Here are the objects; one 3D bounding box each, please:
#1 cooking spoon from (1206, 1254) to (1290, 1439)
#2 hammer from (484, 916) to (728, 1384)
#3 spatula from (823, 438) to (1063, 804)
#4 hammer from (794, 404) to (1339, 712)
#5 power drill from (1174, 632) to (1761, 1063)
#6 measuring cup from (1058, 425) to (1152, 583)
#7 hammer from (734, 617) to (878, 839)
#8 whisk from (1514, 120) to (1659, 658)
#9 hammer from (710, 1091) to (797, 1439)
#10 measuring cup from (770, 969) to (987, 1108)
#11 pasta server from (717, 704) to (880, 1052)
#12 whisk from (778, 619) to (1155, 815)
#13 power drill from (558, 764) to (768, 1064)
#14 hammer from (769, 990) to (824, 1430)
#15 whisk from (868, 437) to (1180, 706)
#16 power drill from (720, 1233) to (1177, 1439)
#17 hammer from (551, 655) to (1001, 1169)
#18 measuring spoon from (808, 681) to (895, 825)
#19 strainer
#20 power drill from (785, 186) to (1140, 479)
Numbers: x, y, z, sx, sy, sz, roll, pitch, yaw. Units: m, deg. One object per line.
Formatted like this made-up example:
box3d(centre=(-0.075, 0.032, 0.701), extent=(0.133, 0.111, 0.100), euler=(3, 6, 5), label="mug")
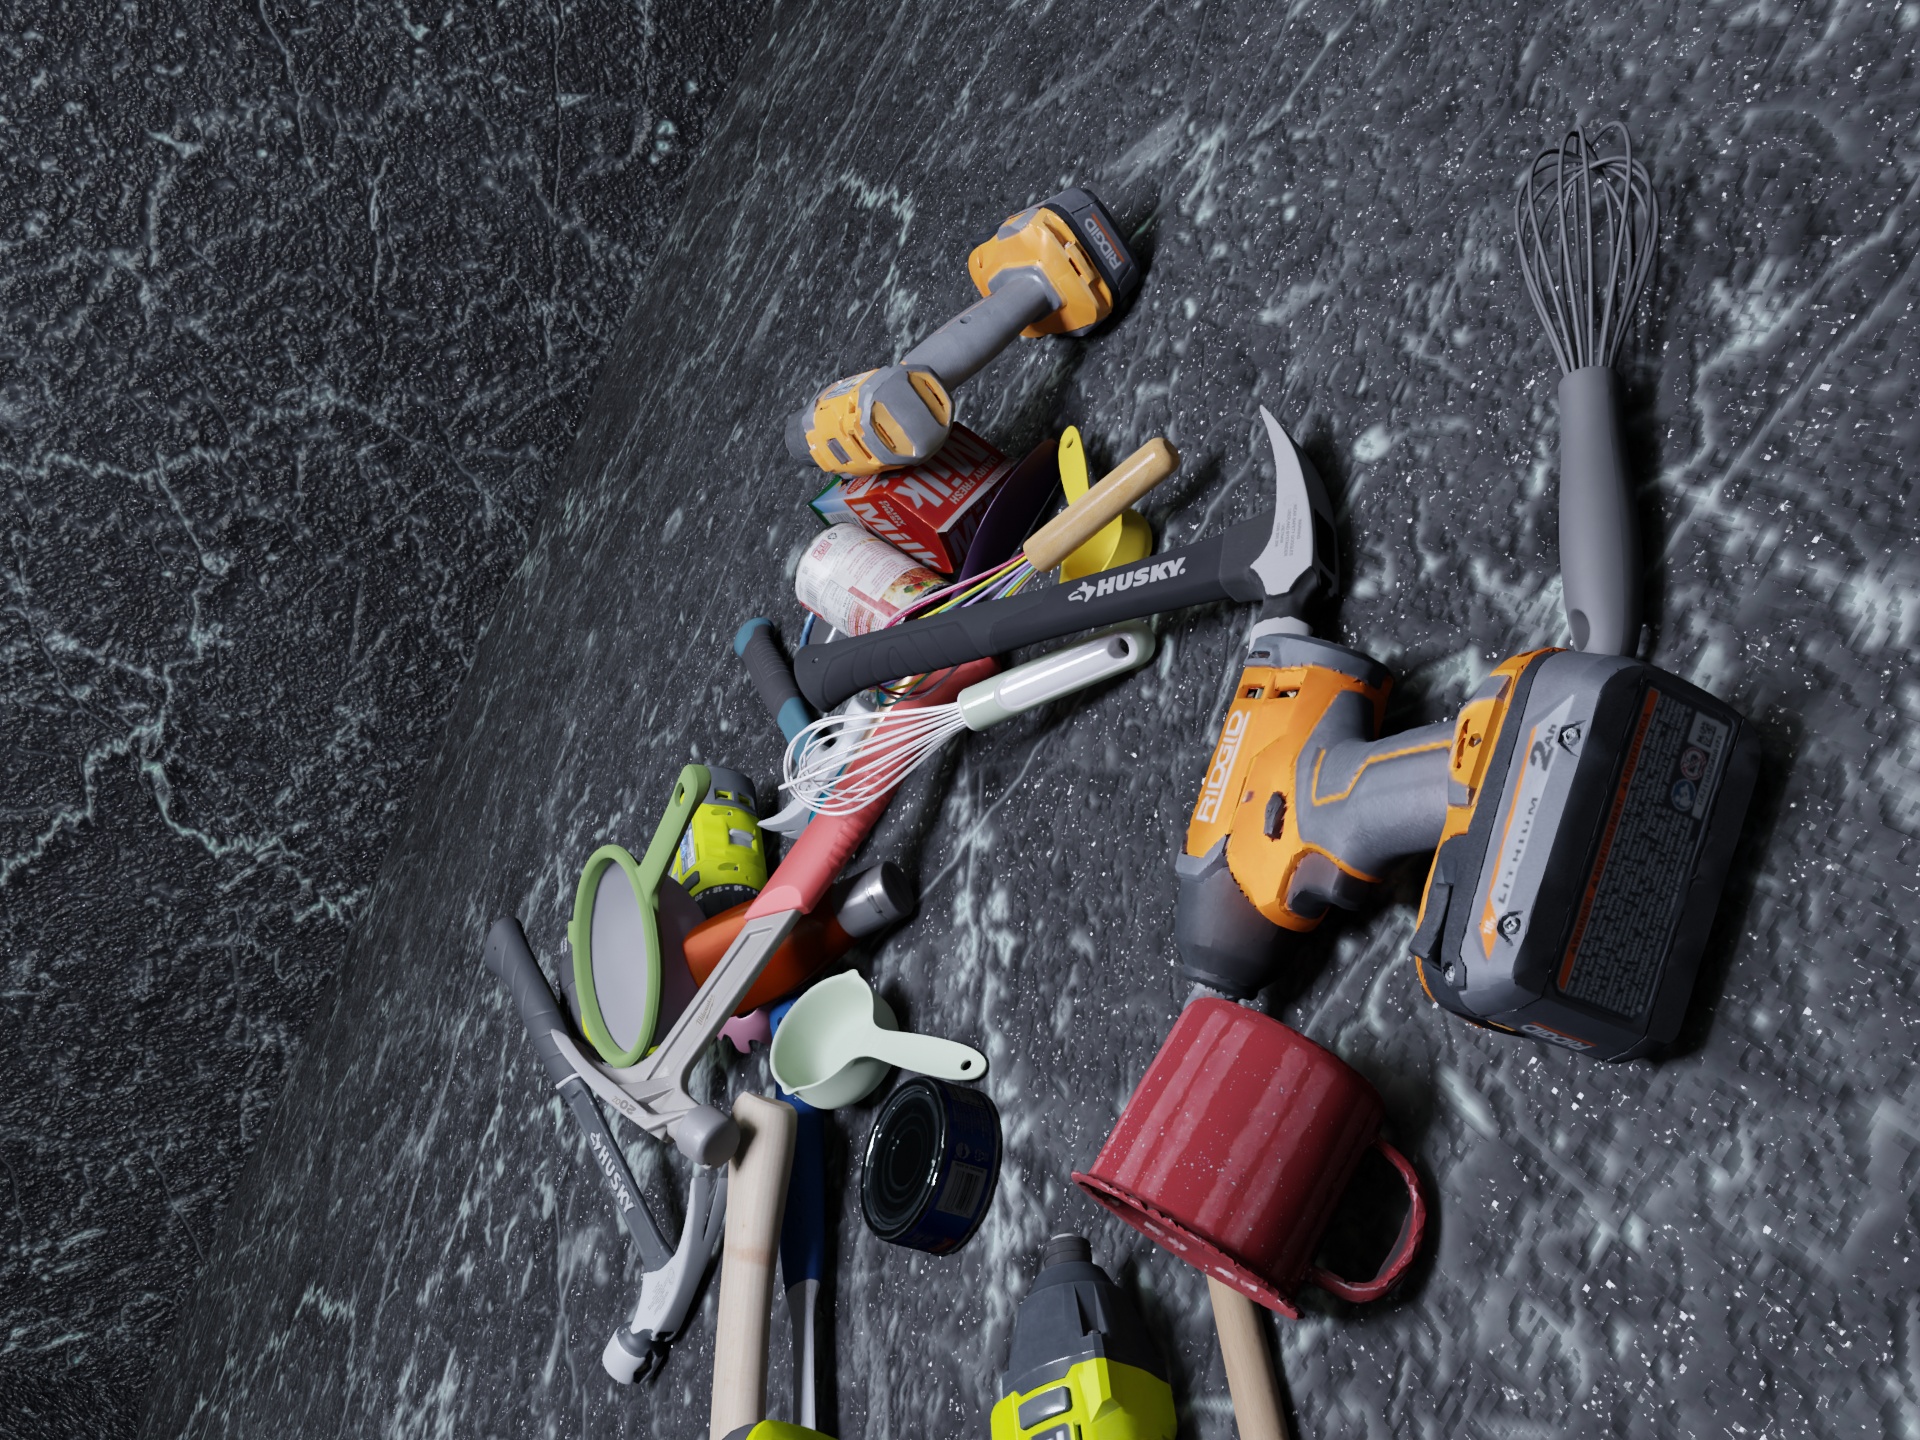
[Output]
box3d(centre=(0.111, 0.272, 0.548), extent=(0.068, 0.017, 0.319), euler=(-45, 33, 30), label="cooking spoon")
box3d(centre=(-0.277, 0.273, 1.166), extent=(0.409, 0.036, 0.149), euler=(45, 111, 46), label="hammer")
box3d(centre=(-0.022, -0.041, 1.015), extent=(0.018, 0.059, 0.316), euler=(37, 102, 25), label="spatula")
box3d(centre=(0.039, -0.059, 0.826), extent=(0.335, 0.035, 0.146), euler=(-12, 54, 38), label="hammer")
box3d(centre=(0.156, 0.051, 0.575), extent=(0.226, 0.084, 0.164), euler=(7, 76, 68), label="power drill")
box3d(centre=(0.080, -0.125, 0.929), extent=(0.062, 0.029, 0.157), euler=(-51, 27, 31), label="measuring cup")
box3d(centre=(-0.135, -0.012, 1.250), extent=(0.128, 0.033, 0.331), euler=(-60, 26, 12), label="hammer")
box3d(centre=(0.239, -0.127, 0.597), extent=(0.055, 0.055, 0.239), euler=(-27, 50, 54), label="whisk")
box3d(centre=(-0.118, 0.382, 0.803), extent=(0.146, 0.038, 0.411), euler=(-48, 31, 37), label="hammer")
box3d(centre=(-0.039, 0.191, 0.898), extent=(0.168, 0.038, 0.083), euler=(1, 52, 45), label="measuring cup")
box3d(centre=(-0.087, 0.075, 1.073), extent=(0.316, 0.060, 0.040), euler=(-64, -14, -8), label="pasta server")
box3d(centre=(-0.001, -0.003, 0.887), extent=(0.246, 0.058, 0.059), euler=(-23, 1, 27), label="whisk")
box3d(centre=(-0.222, 0.170, 1.219), extent=(0.228, 0.080, 0.191), euler=(-46, 41, 33), label="power drill")
box3d(centre=(-0.091, 0.328, 0.878), extent=(0.144, 0.035, 0.406), euler=(-50, 30, 32), label="hammer")
box3d(centre=(0.025, -0.079, 0.893), extent=(0.245, 0.047, 0.051), euler=(-37, 23, 32), label="whisk")
box3d(centre=(-0.009, 0.322, 0.644), extent=(0.223, 0.080, 0.171), euler=(-35, 38, 26), label="power drill")
box3d(centre=(-0.095, 0.083, 0.961), extent=(0.149, 0.036, 0.359), euler=(24, 74, 39), label="hammer")
box3d(centre=(-0.064, 0.018, 1.050), extent=(0.042, 0.021, 0.128), euler=(36, 87, 31), label="measuring spoon")
box3d(centre=(-0.191, 0.122, 1.067), extent=(0.152, 0.069, 0.256), euler=(61, 136, 36), label="strainer")
box3d(centre=(-0.012, -0.240, 1.037), extent=(0.226, 0.084, 0.185), euler=(-44, 20, -16), label="power drill")
